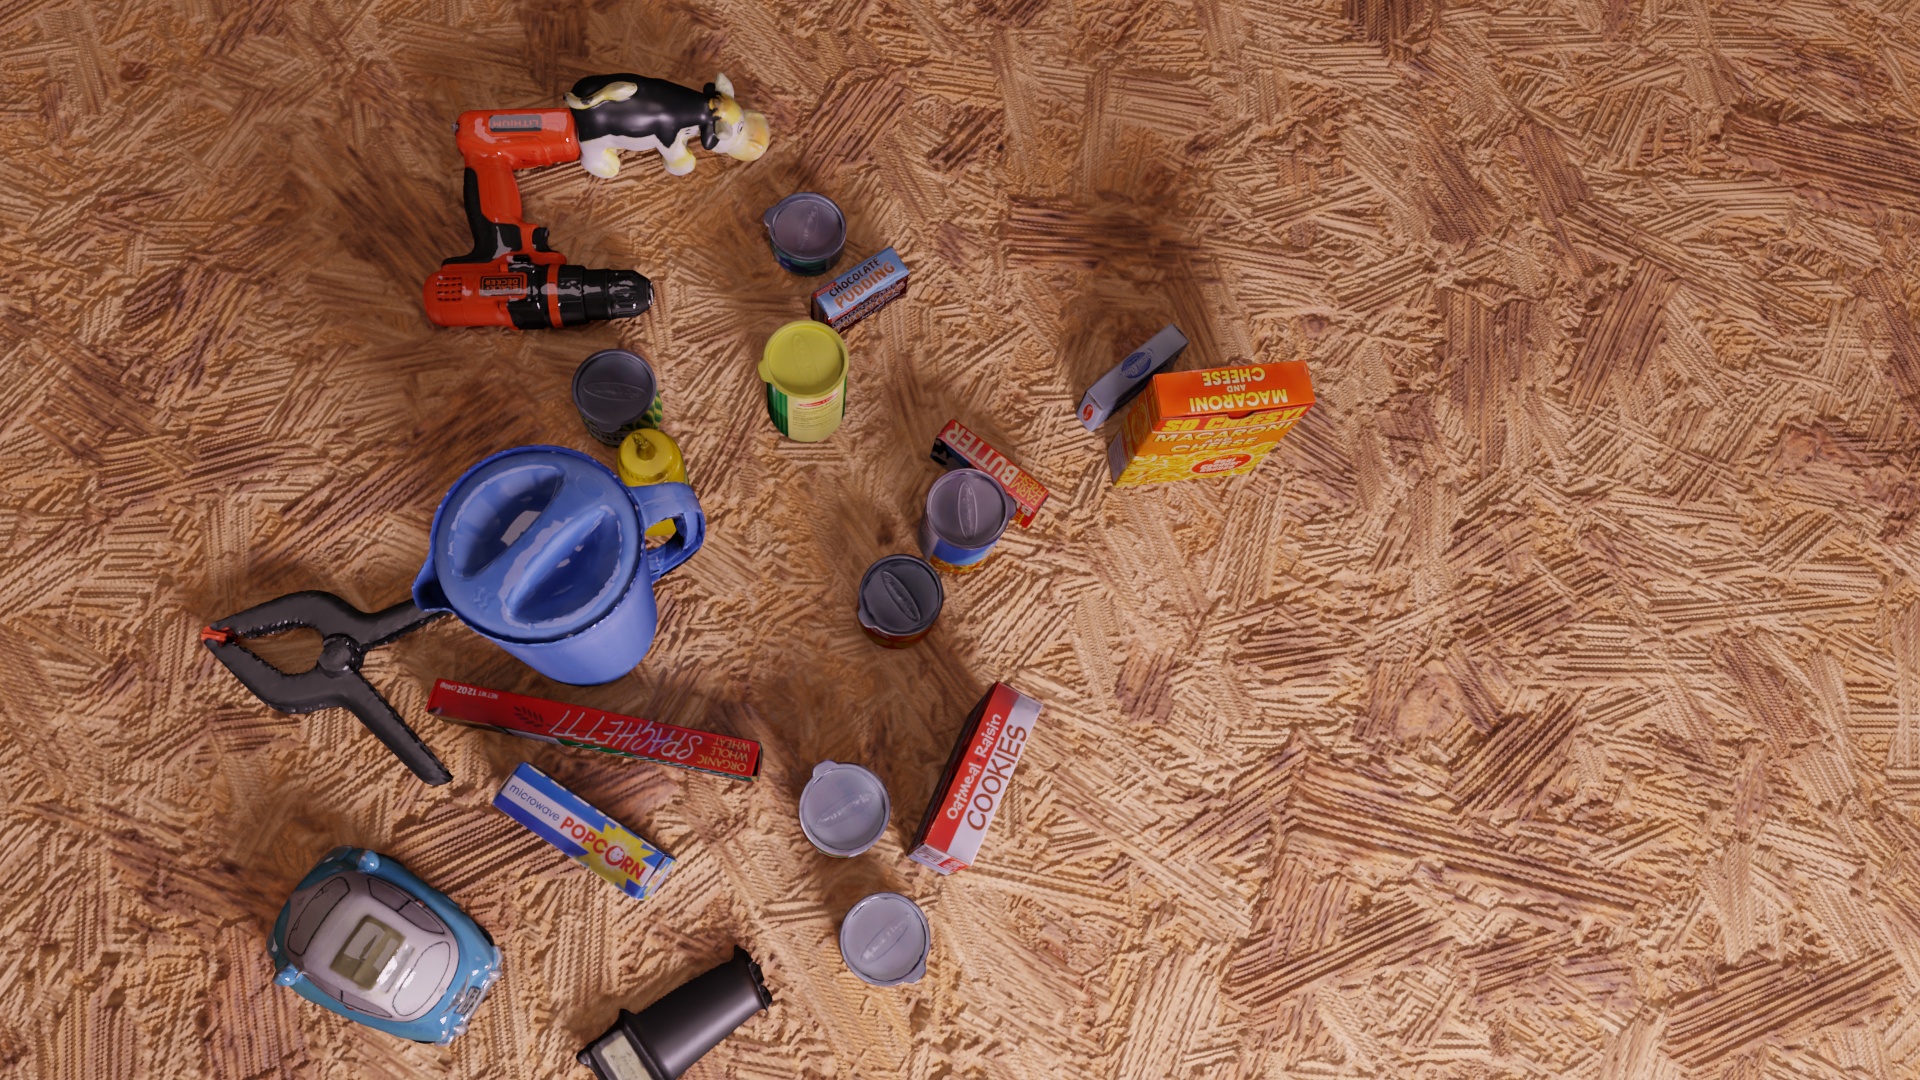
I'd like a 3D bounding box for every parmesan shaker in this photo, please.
[{"bbox_3d":[-0.128,-0.126,1.122,0.071,0.102,0.071,2,74,-6],"label":"parmesan shaker"}]

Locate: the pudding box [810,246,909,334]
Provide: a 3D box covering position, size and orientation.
[{"bbox_3d":[-0.086,-0.210,1.179,0.084,0.049,0.030,-33,81,-14],"label":"pudding box"}]

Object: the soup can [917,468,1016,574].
[{"bbox_3d":[0.004,-0.014,1.115,0.071,0.083,0.071,2,74,-6],"label":"soup can"}]

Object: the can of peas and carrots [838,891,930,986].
[{"bbox_3d":[-0.055,0.297,1.032,0.071,0.058,0.071,2,74,-6],"label":"can of peas and carrots"}]

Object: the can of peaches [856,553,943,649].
[{"bbox_3d":[-0.051,0.051,1.104,0.071,0.058,0.071,2,74,-6],"label":"can of peaches"}]

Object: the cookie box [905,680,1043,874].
[{"bbox_3d":[0.006,0.177,1.017,0.040,0.167,0.123,25,73,1],"label":"cookie box"}]

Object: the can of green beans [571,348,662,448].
[{"bbox_3d":[-0.277,-0.114,1.124,0.071,0.057,0.071,2,74,-6],"label":"can of green beans"}]

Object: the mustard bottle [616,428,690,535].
[{"bbox_3d":[-0.234,-0.050,1.057,0.049,0.159,0.065,-5,75,-8],"label":"mustard bottle"}]

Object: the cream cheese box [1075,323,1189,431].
[{"bbox_3d":[0.145,-0.139,1.184,0.104,0.053,0.024,-39,82,-15],"label":"cream cheese box"}]

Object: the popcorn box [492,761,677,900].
[{"bbox_3d":[-0.273,0.213,1.016,0.127,0.085,0.038,33,74,3],"label":"popcorn box"}]

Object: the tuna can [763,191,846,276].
[{"bbox_3d":[-0.134,-0.264,1.197,0.071,0.032,0.071,2,74,-6],"label":"tuna can"}]

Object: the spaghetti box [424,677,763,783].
[{"bbox_3d":[-0.273,0.146,1.054,0.250,0.050,0.029,12,74,-3],"label":"spaghetti box"}]

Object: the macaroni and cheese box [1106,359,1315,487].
[{"bbox_3d":[0.197,-0.090,1.117,0.124,0.166,0.040,-7,75,-8],"label":"macaroni and cheese box"}]

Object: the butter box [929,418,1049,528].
[{"bbox_3d":[0.024,-0.055,1.145,0.103,0.053,0.024,37,74,5],"label":"butter box"}]

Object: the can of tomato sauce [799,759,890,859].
[{"bbox_3d":[-0.089,0.203,1.042,0.071,0.083,0.071,2,74,-6],"label":"can of tomato sauce"}]
